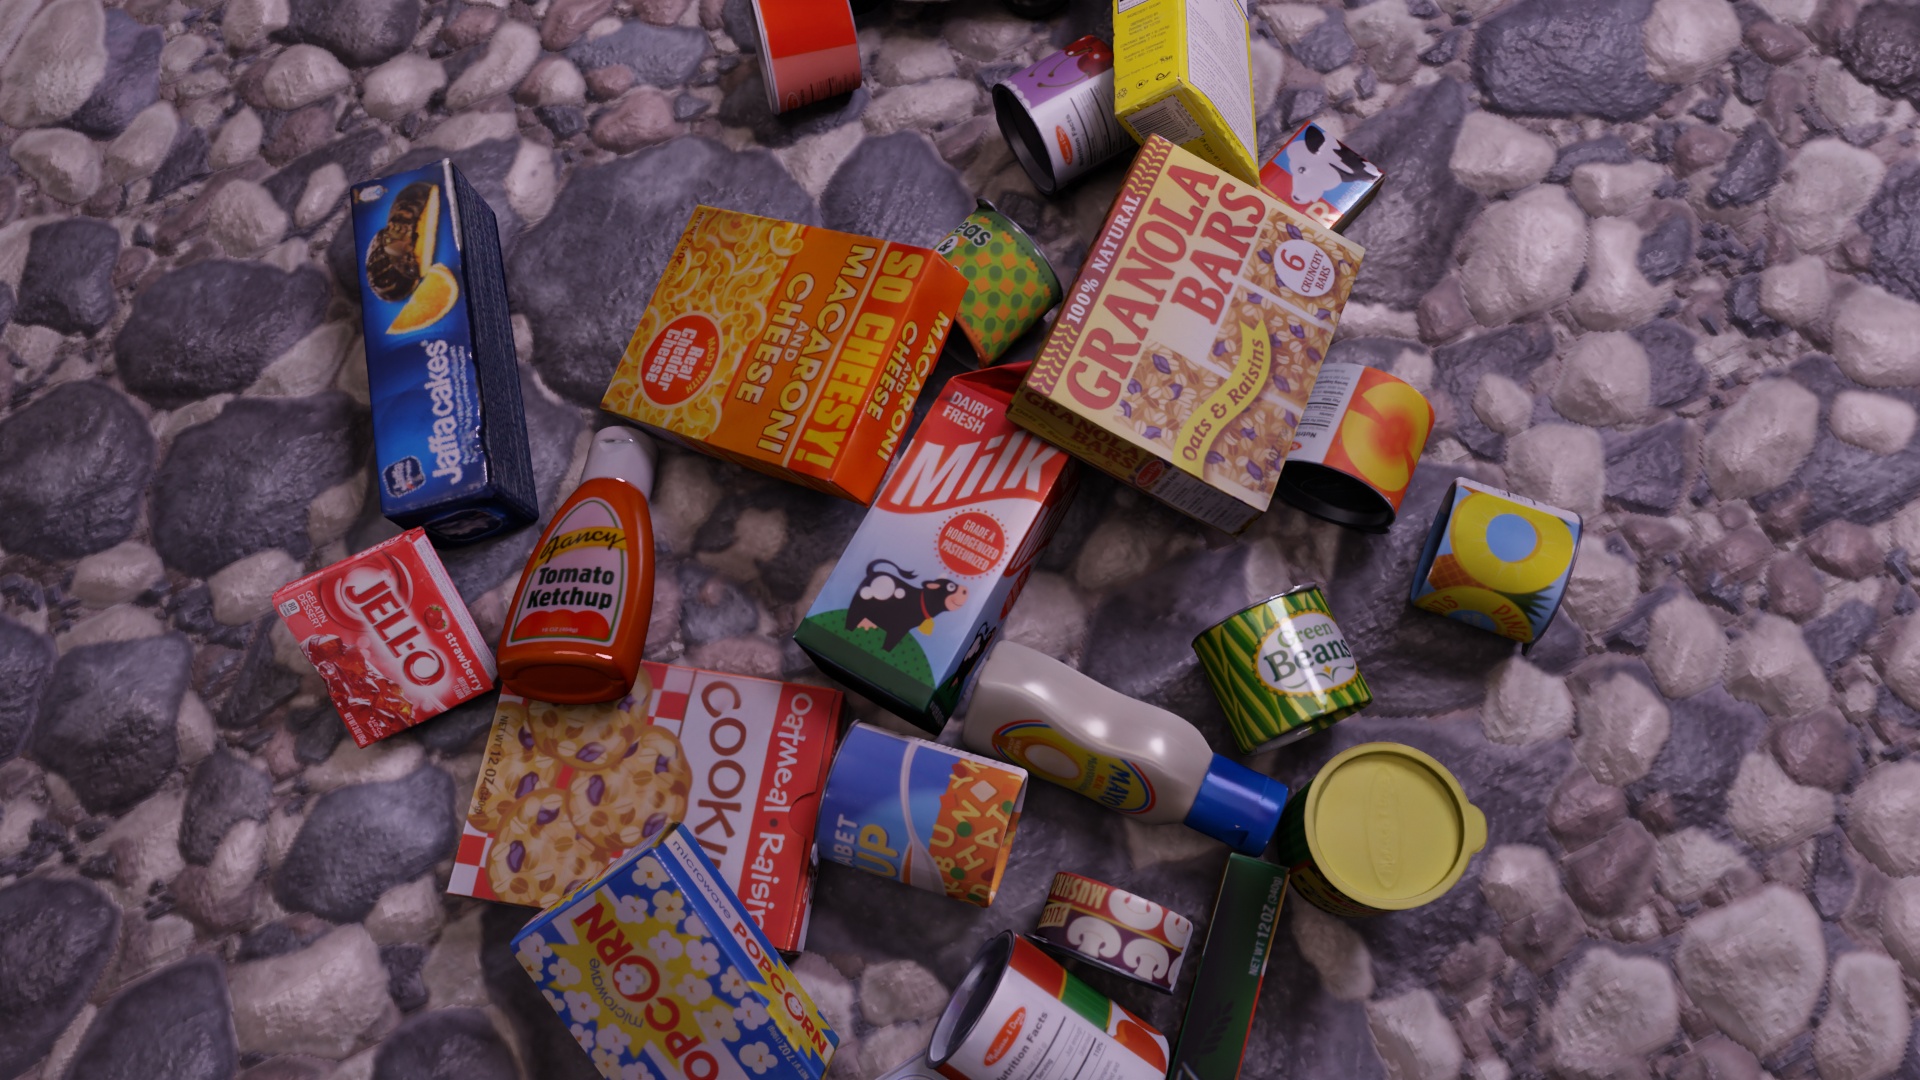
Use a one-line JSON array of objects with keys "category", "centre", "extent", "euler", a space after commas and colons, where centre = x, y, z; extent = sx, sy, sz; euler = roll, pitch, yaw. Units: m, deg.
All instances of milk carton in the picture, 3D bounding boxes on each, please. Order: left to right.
[{"category": "milk carton", "centre": [0.002, -0.009, 0.681], "extent": [0.073, 0.072, 0.191], "euler": [28, 76, 13]}]

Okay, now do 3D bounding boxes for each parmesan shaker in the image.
[{"category": "parmesan shaker", "centre": [0.179, 0.129, 0.602], "extent": [0.071, 0.103, 0.071], "euler": [-2, 72, 6]}]

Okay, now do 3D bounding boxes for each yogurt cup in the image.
[{"category": "yogurt cup", "centre": [-0.087, -0.279, 0.785], "extent": [0.054, 0.072, 0.072], "euler": [-12, 71, -7]}]

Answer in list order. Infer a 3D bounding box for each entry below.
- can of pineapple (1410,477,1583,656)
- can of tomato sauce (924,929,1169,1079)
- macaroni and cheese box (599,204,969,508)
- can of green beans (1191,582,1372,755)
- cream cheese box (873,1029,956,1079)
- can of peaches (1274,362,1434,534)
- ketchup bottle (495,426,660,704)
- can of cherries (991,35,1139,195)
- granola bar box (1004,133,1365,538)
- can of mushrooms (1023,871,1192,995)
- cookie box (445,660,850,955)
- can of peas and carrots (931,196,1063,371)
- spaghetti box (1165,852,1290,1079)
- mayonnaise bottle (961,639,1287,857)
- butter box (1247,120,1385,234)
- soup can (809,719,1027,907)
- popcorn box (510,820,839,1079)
[{"category": "can of pineapple", "centre": [0.251, 0.011, 0.654], "extent": [0.058, 0.071, 0.071], "euler": [20, 75, 12]}, {"category": "can of tomato sauce", "centre": [0.037, 0.218, 0.597], "extent": [0.083, 0.071, 0.071], "euler": [35, 78, -2]}, {"category": "macaroni and cheese box", "centre": [-0.091, -0.097, 0.699], "extent": [0.166, 0.040, 0.124], "euler": [18, 81, 34]}, {"category": "can of green beans", "centre": [0.149, 0.061, 0.647], "extent": [0.071, 0.071, 0.058], "euler": [-22, 72, -2]}, {"category": "cream cheese box", "centre": [0.001, 0.276, 0.612], "extent": [0.053, 0.024, 0.104], "euler": [-30, 72, -5]}, {"category": "can of peaches", "centre": [0.192, -0.045, 0.680], "extent": [0.071, 0.071, 0.058], "euler": [23, 75, 12]}, {"category": "ketchup bottle", "centre": [-0.179, 0.009, 0.685], "extent": [0.065, 0.043, 0.149], "euler": [0, 50, 3]}, {"category": "can of cherries", "centre": [0.057, -0.232, 0.754], "extent": [0.058, 0.071, 0.071], "euler": [-31, 72, -5]}, {"category": "granola bar box", "centre": [0.110, -0.100, 0.666], "extent": [0.124, 0.039, 0.166], "euler": [28, 63, -3]}, {"category": "can of mushrooms", "centre": [0.066, 0.173, 0.617], "extent": [0.071, 0.071, 0.033], "euler": [19, 74, 11]}, {"category": "cookie box", "centre": [-0.147, 0.123, 0.668], "extent": [0.167, 0.040, 0.123], "euler": [8, 73, 8]}, {"category": "can of peas and carrots", "centre": [0.009, -0.132, 0.722], "extent": [0.059, 0.070, 0.071], "euler": [-43, 73, -8]}, {"category": "spaghetti box", "centre": [0.096, 0.259, 0.595], "extent": [0.029, 0.050, 0.250], "euler": [16, 74, 12]}, {"category": "mayonnaise bottle", "centre": [0.075, 0.100, 0.644], "extent": [0.148, 0.064, 0.041], "euler": [23, 49, 10]}, {"category": "butter box", "centre": [0.173, -0.172, 0.744], "extent": [0.053, 0.024, 0.103], "euler": [42, 80, 16]}, {"category": "soup can", "centre": [-0.018, 0.128, 0.640], "extent": [0.084, 0.071, 0.071], "euler": [15, 74, 10]}, {"category": "popcorn box", "centre": [-0.125, 0.200, 0.611], "extent": [0.085, 0.038, 0.126], "euler": [-35, 91, 11]}]
